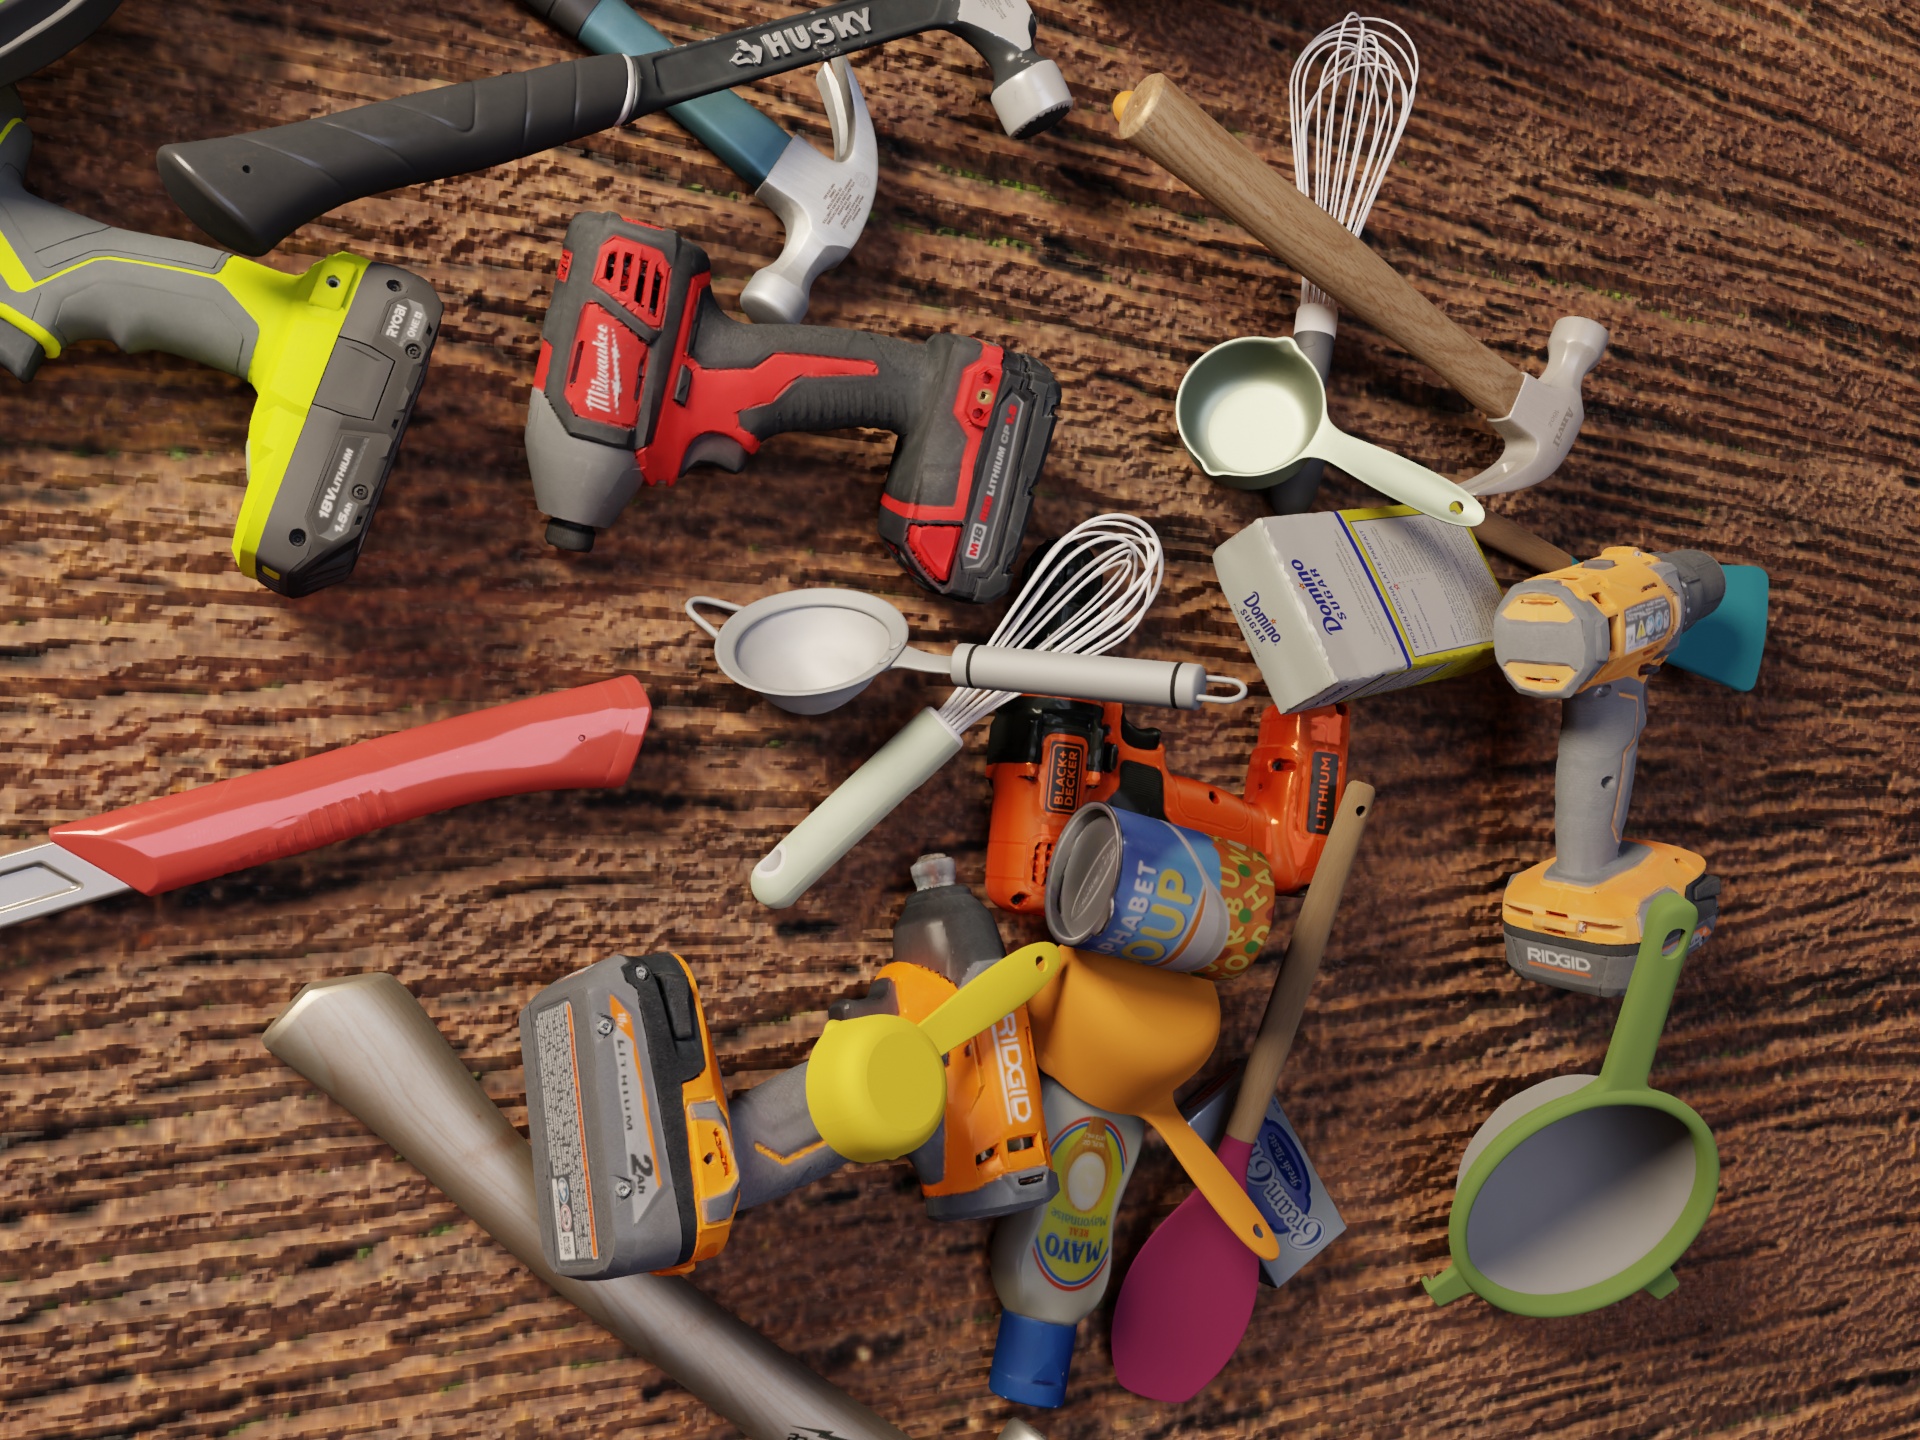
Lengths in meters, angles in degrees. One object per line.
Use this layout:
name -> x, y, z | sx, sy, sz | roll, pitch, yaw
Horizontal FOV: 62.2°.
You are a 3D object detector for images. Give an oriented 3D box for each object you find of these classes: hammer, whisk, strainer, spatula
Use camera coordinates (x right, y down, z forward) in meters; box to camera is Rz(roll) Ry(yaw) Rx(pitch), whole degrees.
hammer -> -0.129, -0.276, 0.670 | 0.409, 0.036, 0.149 | -30, 96, -32
whisk -> -0.001, -0.002, 0.722 | 0.246, 0.058, 0.059 | -43, 122, -1
hammer -> 0.212, -0.224, 0.831 | 0.331, 0.031, 0.130 | 27, 82, -28
strainer -> -0.004, -0.022, 0.681 | 0.087, 0.258, 0.050 | -54, 142, -47
hammer -> -0.131, 0.261, 0.674 | 0.410, 0.038, 0.146 | 45, 70, -14
hammer -> -0.296, 0.035, 0.617 | 0.359, 0.037, 0.149 | -18, 93, -25
whisk -> 0.198, -0.248, 0.868 | 0.070, 0.070, 0.284 | 11, 86, -24
strainer -> 0.330, 0.195, 0.843 | 0.151, 0.069, 0.256 | 3, 112, -12
hammer -> -0.176, -0.323, 0.708 | 0.330, 0.033, 0.128 | 36, 72, -18
spatula -> 0.340, -0.104, 0.925 | 0.317, 0.044, 0.082 | 21, 74, -21

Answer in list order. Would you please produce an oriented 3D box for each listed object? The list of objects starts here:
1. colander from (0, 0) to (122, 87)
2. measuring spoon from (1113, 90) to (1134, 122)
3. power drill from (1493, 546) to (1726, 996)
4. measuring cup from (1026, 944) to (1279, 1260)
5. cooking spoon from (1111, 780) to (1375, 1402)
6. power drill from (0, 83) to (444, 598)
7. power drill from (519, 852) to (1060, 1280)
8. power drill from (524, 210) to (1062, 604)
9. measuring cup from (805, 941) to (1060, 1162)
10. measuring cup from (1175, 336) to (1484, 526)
colander -> -0.322, -0.335, 0.563 | 0.397, 0.094, 0.205 | -20, 70, -23
measuring spoon -> 0.131, -0.302, 0.862 | 0.116, 0.011, 0.021 | 32, 73, -19
power drill -> 0.368, 0.017, 0.878 | 0.185, 0.084, 0.226 | -18, 107, -39
measuring cup -> 0.104, 0.167, 0.740 | 0.095, 0.052, 0.174 | -17, 62, -45
cooking spoon -> 0.146, 0.181, 0.783 | 0.068, 0.017, 0.319 | 20, 89, -10
power drill -> -0.331, -0.132, 0.595 | 0.228, 0.080, 0.191 | 20, 76, -19
power drill -> -0.064, 0.141, 0.675 | 0.226, 0.084, 0.164 | 1, 72, -38
power drill -> -0.079, -0.126, 0.705 | 0.219, 0.079, 0.143 | 13, 100, -19
measuring cup -> 0.001, 0.128, 0.663 | 0.156, 0.029, 0.062 | -28, 93, -43
measuring cup -> 0.190, -0.136, 0.818 | 0.168, 0.038, 0.083 | 30, 87, 15
